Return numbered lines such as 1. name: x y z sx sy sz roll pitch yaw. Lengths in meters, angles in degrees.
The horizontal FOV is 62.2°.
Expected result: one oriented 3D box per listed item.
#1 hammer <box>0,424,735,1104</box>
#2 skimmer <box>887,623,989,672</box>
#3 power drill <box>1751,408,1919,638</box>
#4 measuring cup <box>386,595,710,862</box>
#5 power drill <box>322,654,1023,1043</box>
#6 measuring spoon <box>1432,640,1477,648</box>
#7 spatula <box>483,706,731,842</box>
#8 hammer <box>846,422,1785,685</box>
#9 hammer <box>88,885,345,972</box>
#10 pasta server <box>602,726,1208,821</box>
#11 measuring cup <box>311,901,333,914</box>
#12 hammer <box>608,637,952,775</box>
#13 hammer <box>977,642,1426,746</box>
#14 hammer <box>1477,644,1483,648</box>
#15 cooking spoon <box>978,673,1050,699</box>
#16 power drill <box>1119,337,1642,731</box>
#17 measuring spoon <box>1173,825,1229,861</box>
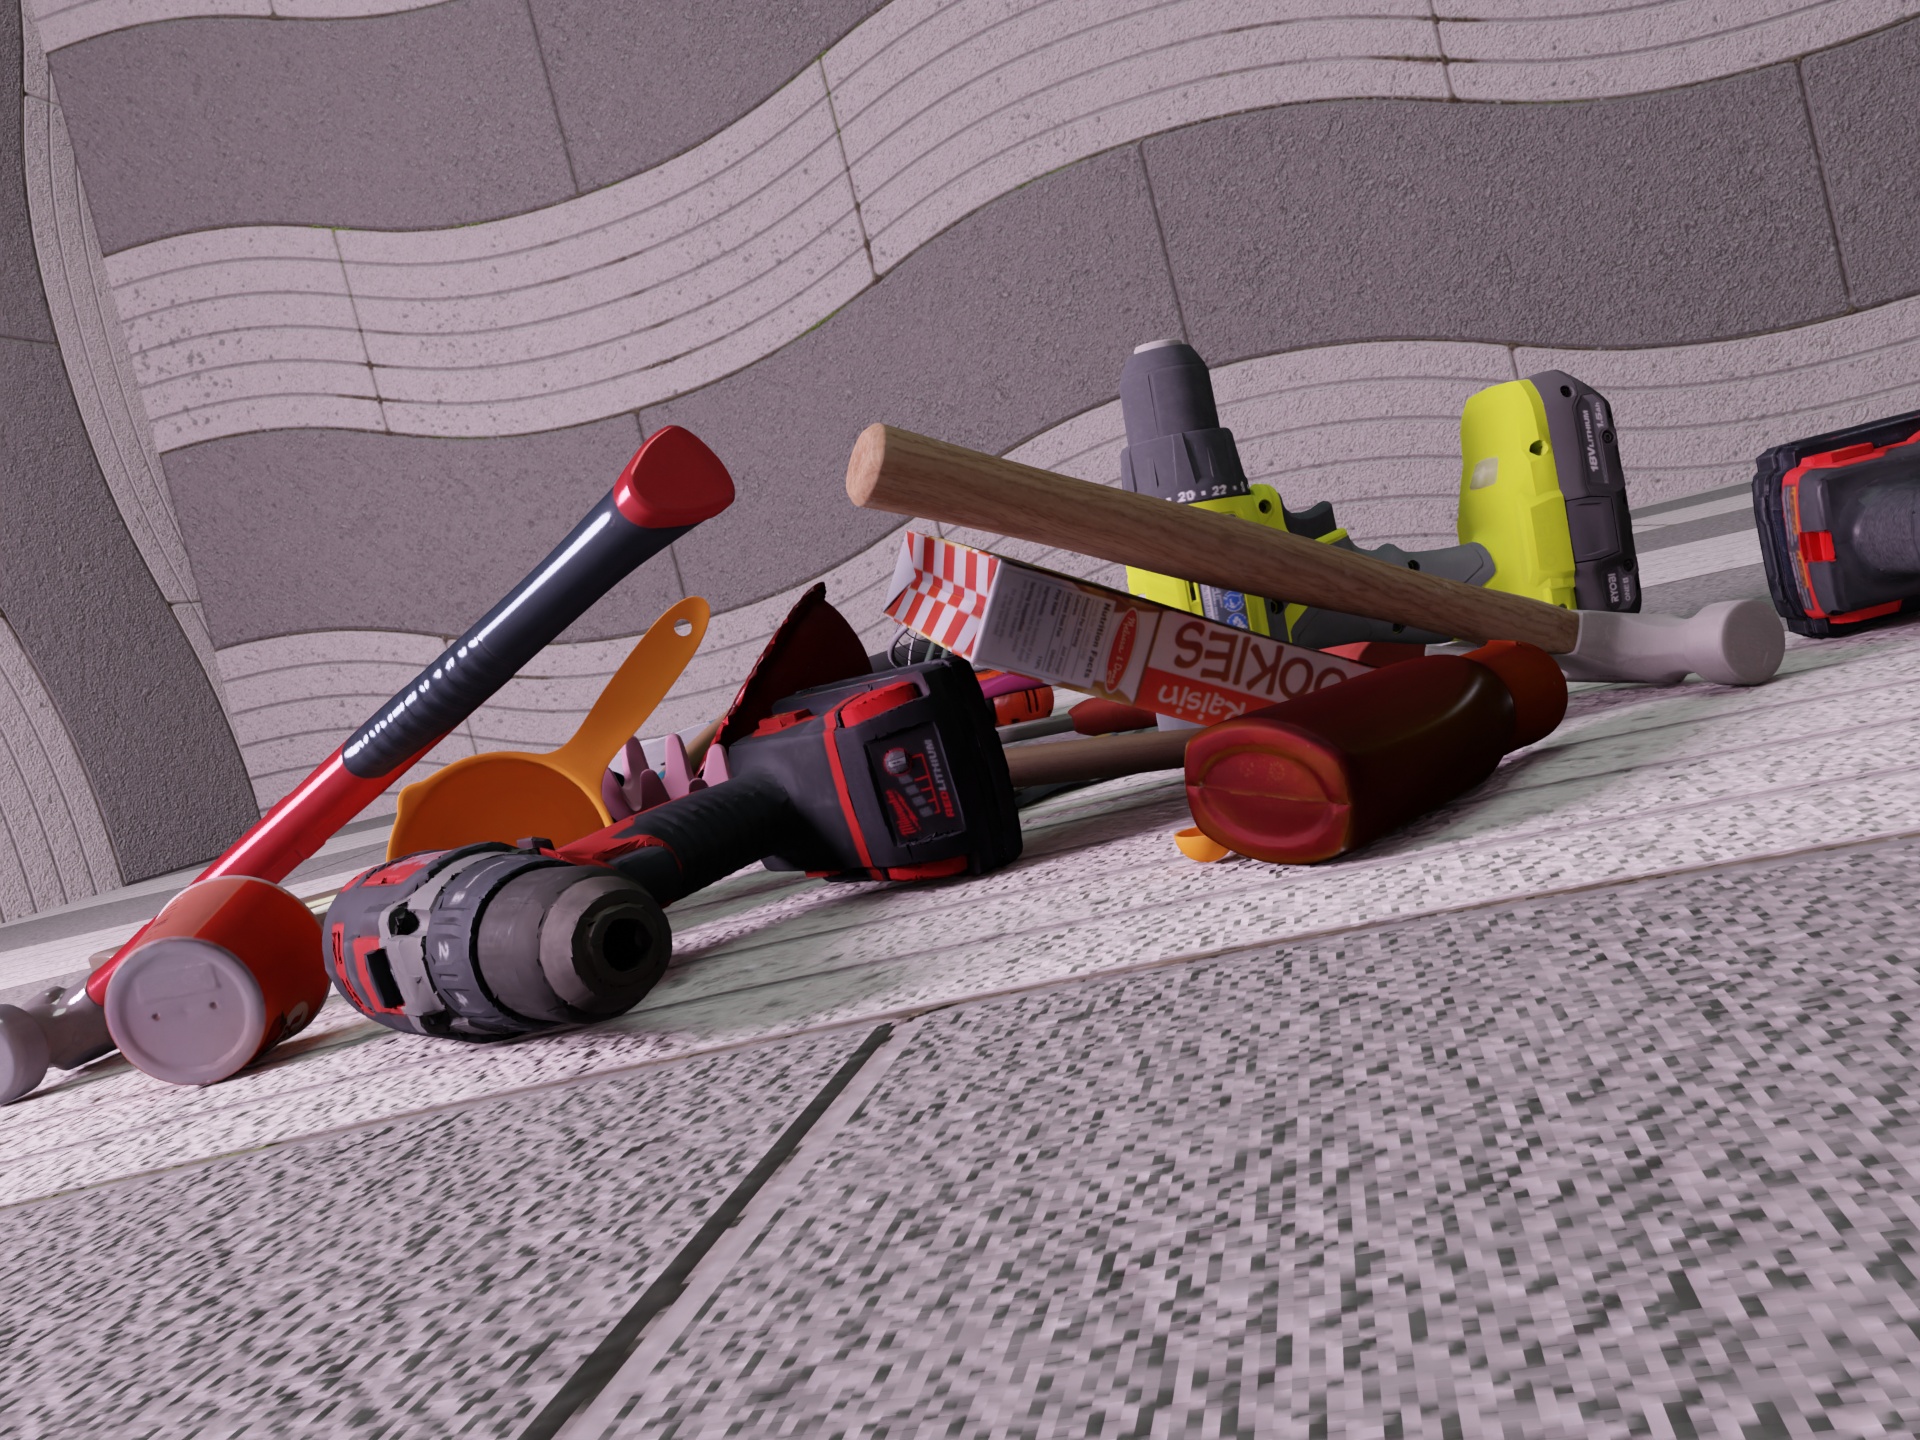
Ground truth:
1. hammer: -0.235 0.019 0.644 0.386 0.038 0.143 -38 -1 14
2. skimmer: -0.001 -0.003 0.875 0.127 0.090 0.363 -20 21 17
3. power drill: 0.391 -0.075 0.541 0.143 0.078 0.220 -15 6 -4
4. measuring cup: -0.157 0.022 0.645 0.173 0.095 0.052 -55 9 -11
5. power drill: -0.085 0.046 0.538 0.226 0.080 0.188 -21 6 -37
6. measuring spoon: 0.245 -0.027 0.874 0.034 0.018 0.124 -15 -3 -13
7. spatula: -0.151 0.022 0.817 0.044 0.082 0.317 3 16 10
8. hammer: 0.119 -0.054 0.573 0.331 0.031 0.130 11 -4 -18
9. hammer: -0.305 0.093 0.978 0.410 0.038 0.146 -16 3 -25
10. pasta server: -0.007 0.017 0.691 0.316 0.040 0.060 -6 14 2
11. measuring cup: -0.256 0.092 0.788 0.167 0.038 0.083 -15 3 21
12. hammer: -0.097 -0.015 1.050 0.331 0.033 0.128 -22 11 -34
13. hammer: 0.100 -0.007 0.920 0.359 0.036 0.149 -12 4 40
14. hammer: 0.281 -0.066 1.024 0.146 0.035 0.335 -4 5 -9
15. cooking spoon: -0.023 -0.011 1.067 0.319 0.017 0.069 -13 5 9
16. power drill: 0.185 -0.093 0.744 0.228 0.190 0.080 -11 3 -8
17. measuring spoon: 0.103 0.032 0.531 0.021 0.011 0.117 -8 3 34
